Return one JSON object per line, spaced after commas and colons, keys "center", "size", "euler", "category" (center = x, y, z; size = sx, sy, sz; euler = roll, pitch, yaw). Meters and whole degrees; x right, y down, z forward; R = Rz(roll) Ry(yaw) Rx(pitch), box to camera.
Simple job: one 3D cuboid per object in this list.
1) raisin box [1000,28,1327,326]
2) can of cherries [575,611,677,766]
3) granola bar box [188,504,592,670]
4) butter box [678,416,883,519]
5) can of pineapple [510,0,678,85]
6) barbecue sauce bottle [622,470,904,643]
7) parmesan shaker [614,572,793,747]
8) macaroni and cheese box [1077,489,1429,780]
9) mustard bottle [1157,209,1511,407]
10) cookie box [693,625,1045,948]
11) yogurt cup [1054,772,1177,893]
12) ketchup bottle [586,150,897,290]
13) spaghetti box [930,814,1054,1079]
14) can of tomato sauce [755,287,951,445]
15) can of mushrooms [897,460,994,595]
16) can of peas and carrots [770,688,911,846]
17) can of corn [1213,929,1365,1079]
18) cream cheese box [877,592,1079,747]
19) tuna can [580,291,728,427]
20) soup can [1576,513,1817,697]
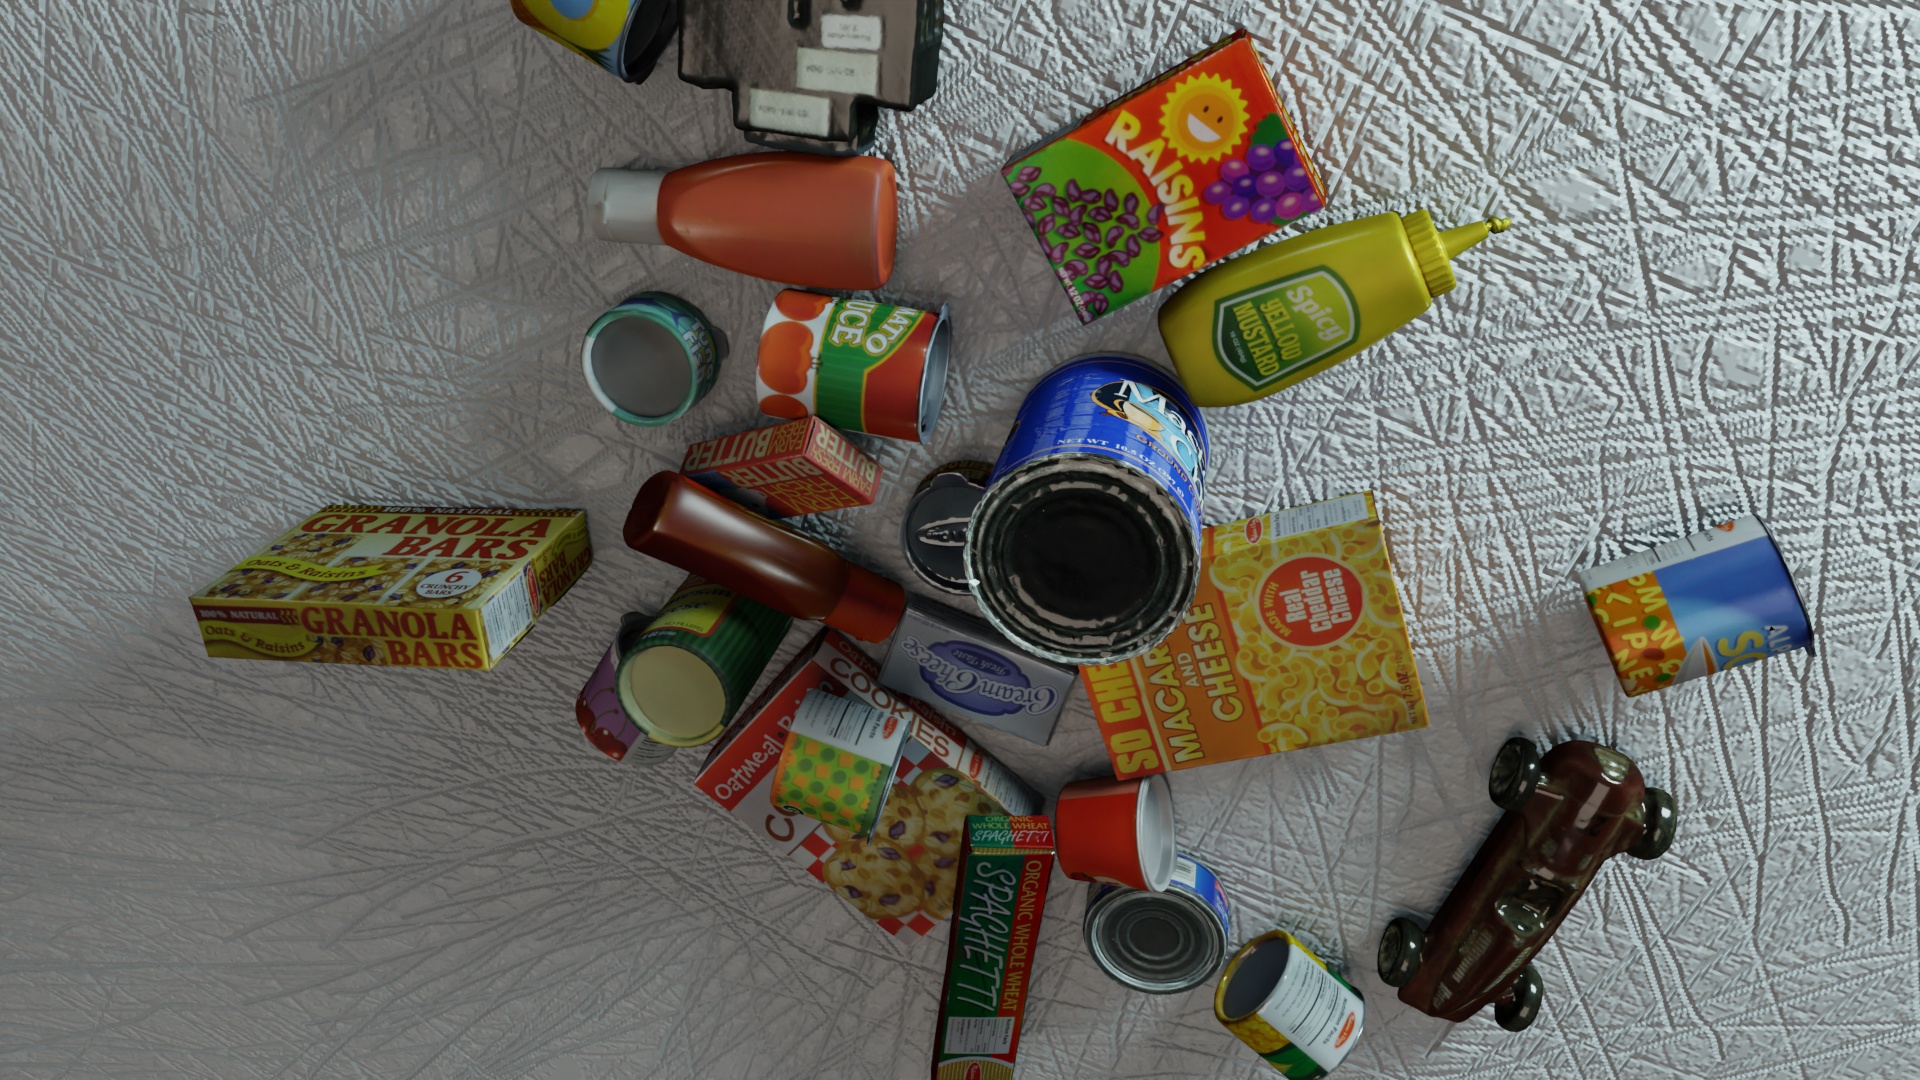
{"center": [0.094, -0.165, 0.639], "size": [0.123, 0.040, 0.086], "euler": [-24, 107, 22], "category": "raisin box"}
{"center": [-0.181, 0.085, 0.800], "size": [0.071, 0.072, 0.058], "euler": [34, 118, -5], "category": "can of cherries"}
{"center": [-0.305, 0.023, 0.762], "size": [0.165, 0.125, 0.039], "euler": [2, 115, 11], "category": "granola bar box"}
{"center": [-0.093, -0.035, 0.715], "size": [0.103, 0.024, 0.053], "euler": [-7, 148, 42], "category": "butter box"}
{"center": [-0.164, -0.252, 0.637], "size": [0.058, 0.071, 0.070], "euler": [29, 117, -2], "category": "can of pineapple"}
{"center": [-0.100, 0.012, 0.734], "size": [0.148, 0.065, 0.044], "euler": [26, 77, -26], "category": "barbecue sauce bottle"}
{"center": [-0.135, 0.056, 0.754], "size": [0.071, 0.103, 0.071], "euler": [5, 115, 10], "category": "parmesan shaker"}
{"center": [0.147, 0.053, 0.729], "size": [0.166, 0.040, 0.123], "euler": [-13, 111, 17], "category": "macaroni and cheese box"}
{"center": [0.173, -0.115, 0.640], "size": [0.160, 0.049, 0.065], "euler": [-22, 110, 21], "category": "mustard bottle"}
{"center": [-0.054, 0.146, 0.815], "size": [0.167, 0.040, 0.122], "euler": [39, 116, -9], "category": "cookie box"}
{"center": [0.086, 0.163, 0.780], "size": [0.054, 0.073, 0.072], "euler": [-5, 114, 23], "category": "yogurt cup"}
{"center": [-0.107, -0.160, 0.681], "size": [0.149, 0.044, 0.064], "euler": [6, 115, 9], "category": "ketchup bottle"}
{"center": [0.016, 0.256, 0.828], "size": [0.050, 0.029, 0.248], "euler": [2, 126, -6], "category": "spaghetti box"}
{"center": [-0.052, -0.089, 0.690], "size": [0.083, 0.071, 0.070], "euler": [11, 116, 8], "category": "can of tomato sauce"}
{"center": [0.003, -0.009, 0.734], "size": [0.071, 0.033, 0.070], "euler": [5, 116, 10], "category": "can of mushrooms"}
{"center": [-0.064, 0.121, 0.743], "size": [0.059, 0.071, 0.070], "euler": [19, 117, 2], "category": "can of peas and carrots"}
{"center": [0.189, 0.270, 0.808], "size": [0.058, 0.071, 0.071], "euler": [40, 116, -8], "category": "can of corn"}
{"center": [0.010, 0.072, 0.775], "size": [0.104, 0.024, 0.053], "euler": [21, 117, 2], "category": "cream cheese box"}
{"center": [-0.160, -0.095, 0.728], "size": [0.071, 0.033, 0.070], "euler": [5, 116, 10], "category": "tuna can"}
{"center": [0.349, 0.035, 0.662], "size": [0.083, 0.072, 0.071], "euler": [-22, 108, 21], "category": "soup can"}
